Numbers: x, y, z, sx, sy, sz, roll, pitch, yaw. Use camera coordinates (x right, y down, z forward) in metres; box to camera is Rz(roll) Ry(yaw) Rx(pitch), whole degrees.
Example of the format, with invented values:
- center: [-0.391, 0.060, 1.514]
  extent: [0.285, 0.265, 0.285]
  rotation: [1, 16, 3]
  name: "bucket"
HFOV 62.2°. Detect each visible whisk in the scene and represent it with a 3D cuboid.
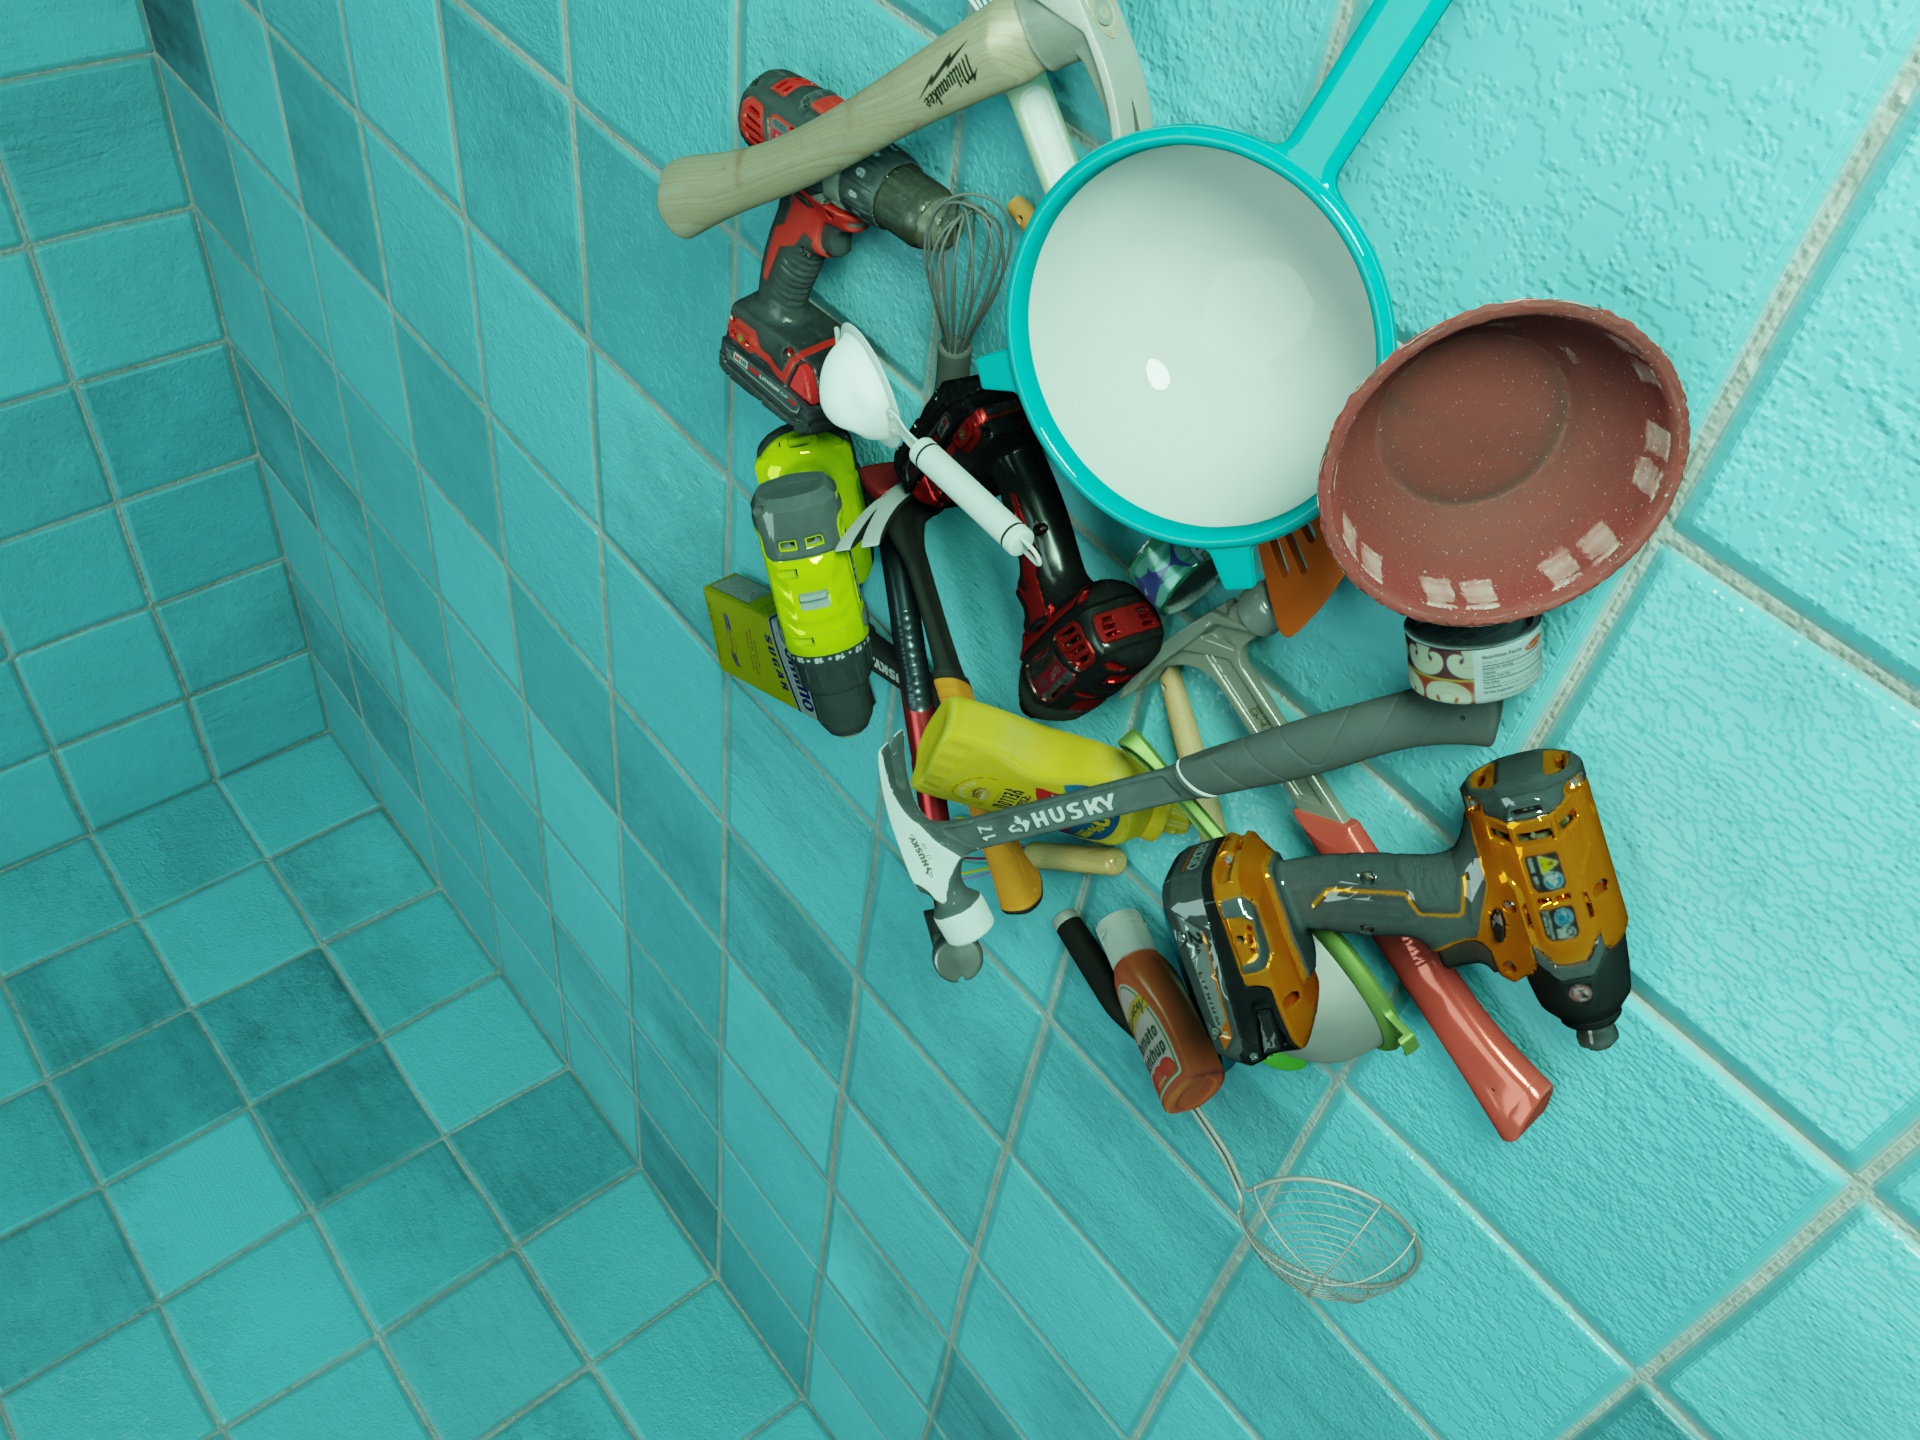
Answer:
- center: [0.045, 0.103, 1.281]
  extent: [0.245, 0.047, 0.051]
  rotation: [-1, 125, 53]
  name: "whisk"
- center: [-0.001, -0.247, 1.053]
  extent: [0.055, 0.055, 0.238]
  rotation: [48, 155, 24]
  name: "whisk"
- center: [0.028, -0.387, 0.899]
  extent: [0.059, 0.058, 0.246]
  rotation: [-96, -16, -73]
  name: "whisk"

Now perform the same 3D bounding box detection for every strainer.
- center: [0.161, -0.242, 0.776]
  extent: [0.211, 0.095, 0.340]
  rotation: [41, 132, 10]
  name: "strainer"
- center: [0.168, 0.122, 0.998]
  extent: [0.256, 0.069, 0.151]
  rotation: [50, 173, 3]
  name: "strainer"
- center: [-0.029, -0.173, 1.003]
  extent: [0.259, 0.050, 0.086]
  rotation: [47, 159, 32]
  name: "strainer"

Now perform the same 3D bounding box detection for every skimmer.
- center: [0.195, 0.275, 1.197]
  extent: [0.364, 0.090, 0.127]
  rotation: [55, 148, 33]
  name: "skimmer"

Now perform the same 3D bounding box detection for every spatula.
- center: [0.119, -0.192, 0.920]
  extent: [0.323, 0.041, 0.081]
  rotation: [53, 143, 18]
  name: "spatula"

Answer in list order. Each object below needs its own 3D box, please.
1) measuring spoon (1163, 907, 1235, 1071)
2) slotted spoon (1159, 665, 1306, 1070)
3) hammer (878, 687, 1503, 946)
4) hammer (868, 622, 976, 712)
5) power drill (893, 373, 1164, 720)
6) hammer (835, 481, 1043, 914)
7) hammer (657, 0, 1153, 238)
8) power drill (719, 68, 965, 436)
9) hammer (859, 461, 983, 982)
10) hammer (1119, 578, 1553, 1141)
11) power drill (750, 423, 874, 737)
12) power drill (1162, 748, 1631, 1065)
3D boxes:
- center: [0.177, 0.192, 1.158]
  extent: [0.042, 0.021, 0.129]
  rotation: [103, 151, -72]
  name: "measuring spoon"
- center: [0.179, 0.107, 1.086]
  extent: [0.070, 0.031, 0.313]
  rotation: [15, 125, 63]
  name: "slotted spoon"
- center: [0.122, 0.033, 0.942]
  extent: [0.409, 0.036, 0.149]
  rotation: [-18, 107, 34]
  name: "hammer"
- center: [-0.003, -0.005, 1.270]
  extent: [0.335, 0.035, 0.146]
  rotation: [35, 140, 38]
  name: "hammer"
- center: [0.043, -0.107, 1.035]
  extent: [0.220, 0.078, 0.143]
  rotation: [66, 151, 12]
  name: "power drill"
- center: [-0.002, -0.004, 1.147]
  extent: [0.034, 0.127, 0.336]
  rotation: [-6, 113, 27]
  name: "hammer"
- center: [-0.059, -0.350, 0.964]
  extent: [0.411, 0.038, 0.146]
  rotation: [-2, 121, 49]
  name: "hammer"
- center: [-0.085, -0.312, 1.106]
  extent: [0.188, 0.080, 0.226]
  rotation: [41, 140, 24]
  name: "power drill"
- center: [-0.032, -0.004, 1.218]
  extent: [0.143, 0.038, 0.386]
  rotation: [-120, 22, -78]
  name: "hammer"
- center: [0.236, 0.093, 0.966]
  extent: [0.359, 0.036, 0.149]
  rotation: [58, 143, 6]
  name: "hammer"
- center: [-0.103, -0.112, 1.177]
  extent: [0.229, 0.080, 0.190]
  rotation: [-100, -1, -62]
  name: "power drill"
- center: [0.241, 0.118, 0.863]
  extent: [0.226, 0.084, 0.164]
  rotation: [-16, 102, 24]
  name: "power drill"
